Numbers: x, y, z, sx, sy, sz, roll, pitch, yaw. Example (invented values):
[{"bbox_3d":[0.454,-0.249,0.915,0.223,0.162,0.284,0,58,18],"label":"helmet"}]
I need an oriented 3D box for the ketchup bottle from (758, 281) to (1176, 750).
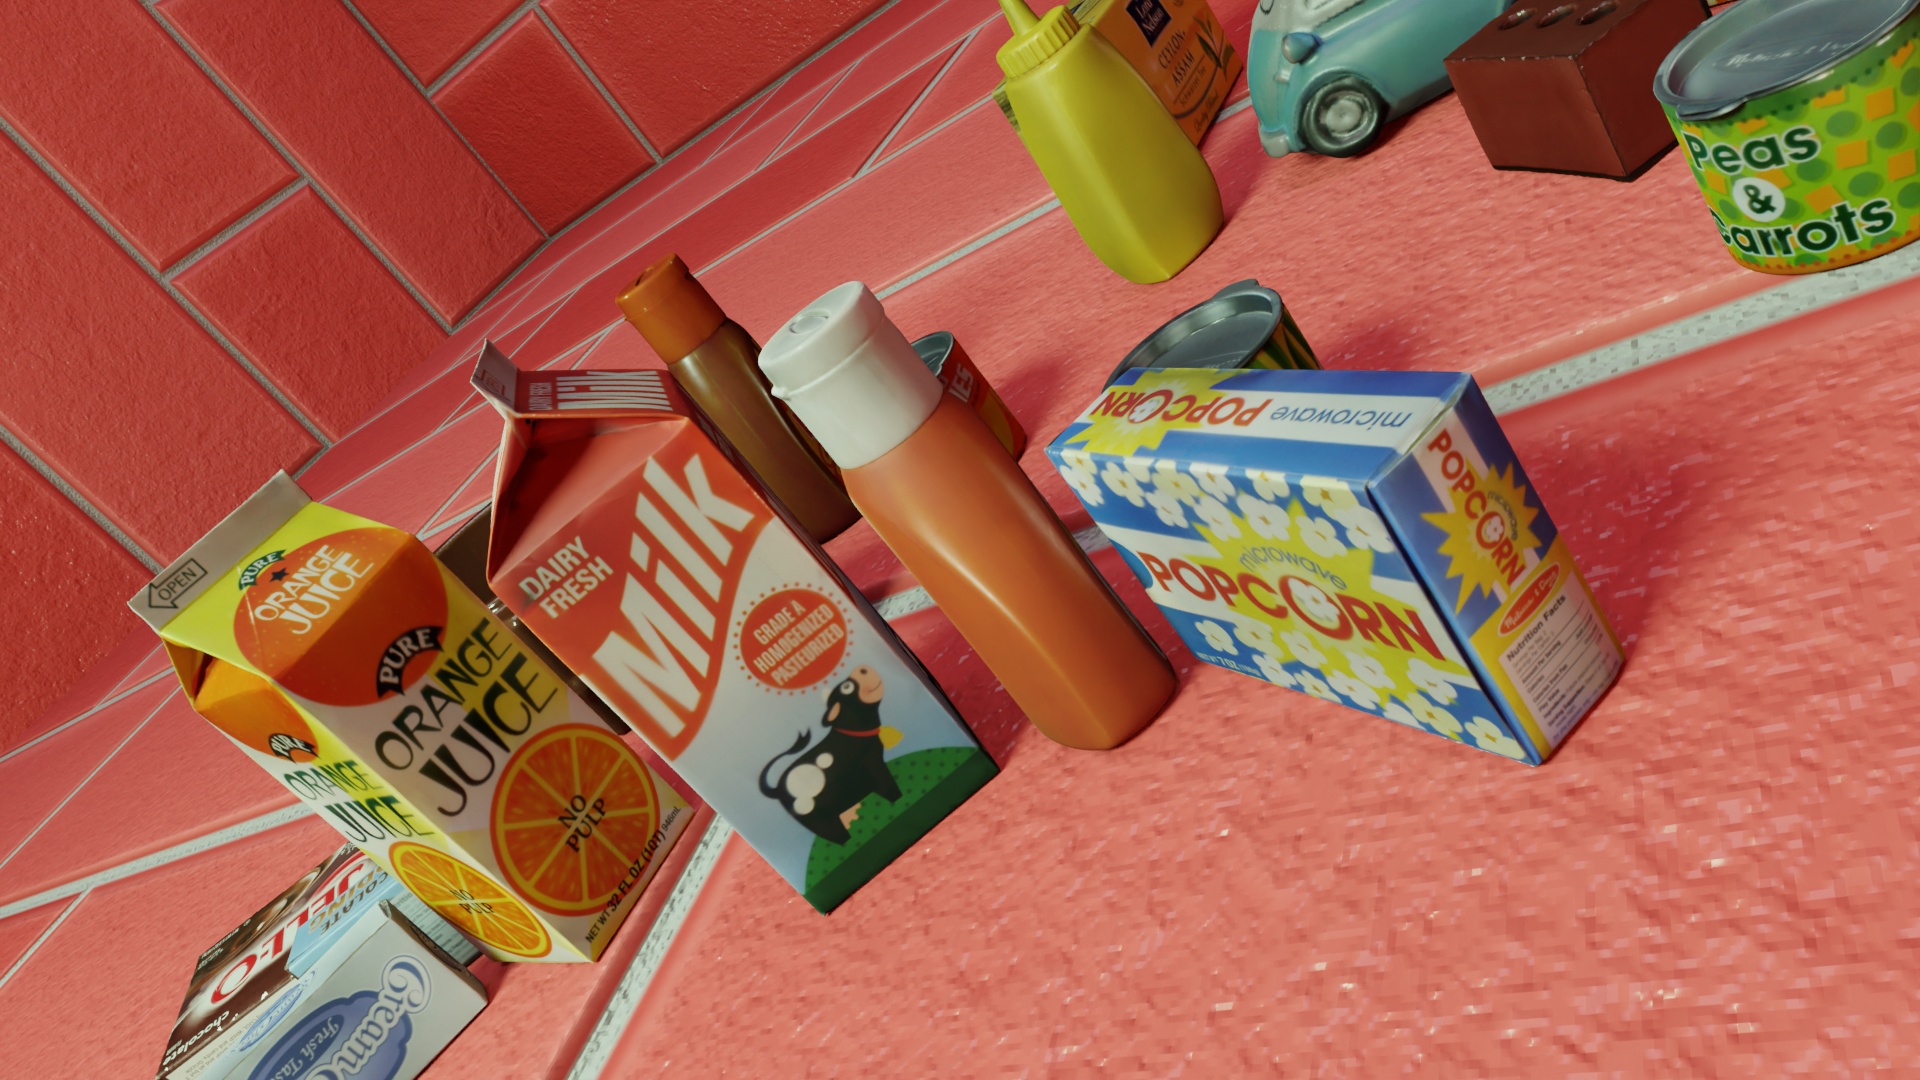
[{"bbox_3d":[0.001,-0.005,0.399,0.043,0.148,0.065,-43,23,-10],"label":"ketchup bottle"}]

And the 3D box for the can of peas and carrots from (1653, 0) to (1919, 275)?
[{"bbox_3d":[0.231,-0.113,0.376,0.071,0.058,0.071,-32,24,16],"label":"can of peas and carrots"}]

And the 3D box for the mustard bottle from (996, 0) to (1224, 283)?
[{"bbox_3d":[0.061,-0.196,0.648,0.065,0.160,0.049,-46,24,-17],"label":"mustard bottle"}]

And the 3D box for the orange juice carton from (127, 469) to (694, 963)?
[{"bbox_3d":[-0.195,0.066,0.499,0.073,0.192,0.072,-16,32,42],"label":"orange juice carton"}]

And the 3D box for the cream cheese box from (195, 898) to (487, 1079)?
[{"bbox_3d":[-0.229,0.187,0.501,0.104,0.053,0.024,-46,24,-18],"label":"cream cheese box"}]

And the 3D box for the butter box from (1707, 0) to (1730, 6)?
[{"bbox_3d":[0.287,-0.229,0.516,0.024,0.053,0.103,-47,25,-20],"label":"butter box"}]

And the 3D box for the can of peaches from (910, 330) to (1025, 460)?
[{"bbox_3d":[-0.012,-0.050,0.615,0.071,0.058,0.071,-32,24,16],"label":"can of peaches"}]

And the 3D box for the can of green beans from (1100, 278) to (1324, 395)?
[{"bbox_3d":[0.088,-0.039,0.450,0.071,0.057,0.071,-32,24,16],"label":"can of green beans"}]

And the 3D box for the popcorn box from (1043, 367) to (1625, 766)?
[{"bbox_3d":[0.087,0.001,0.345,0.038,0.085,0.126,-45,24,-15],"label":"popcorn box"}]

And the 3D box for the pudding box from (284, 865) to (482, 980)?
[{"bbox_3d":[-0.219,0.152,0.556,0.084,0.049,0.030,-40,23,-3],"label":"pudding box"}]

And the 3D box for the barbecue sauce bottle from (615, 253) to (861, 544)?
[{"bbox_3d":[-0.103,-0.068,0.664,0.043,0.148,0.065,-35,23,9],"label":"barbecue sauce bottle"}]

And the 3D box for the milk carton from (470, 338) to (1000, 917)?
[{"bbox_3d":[-0.078,0.017,0.421,0.073,0.190,0.072,-40,23,-2],"label":"milk carton"}]
